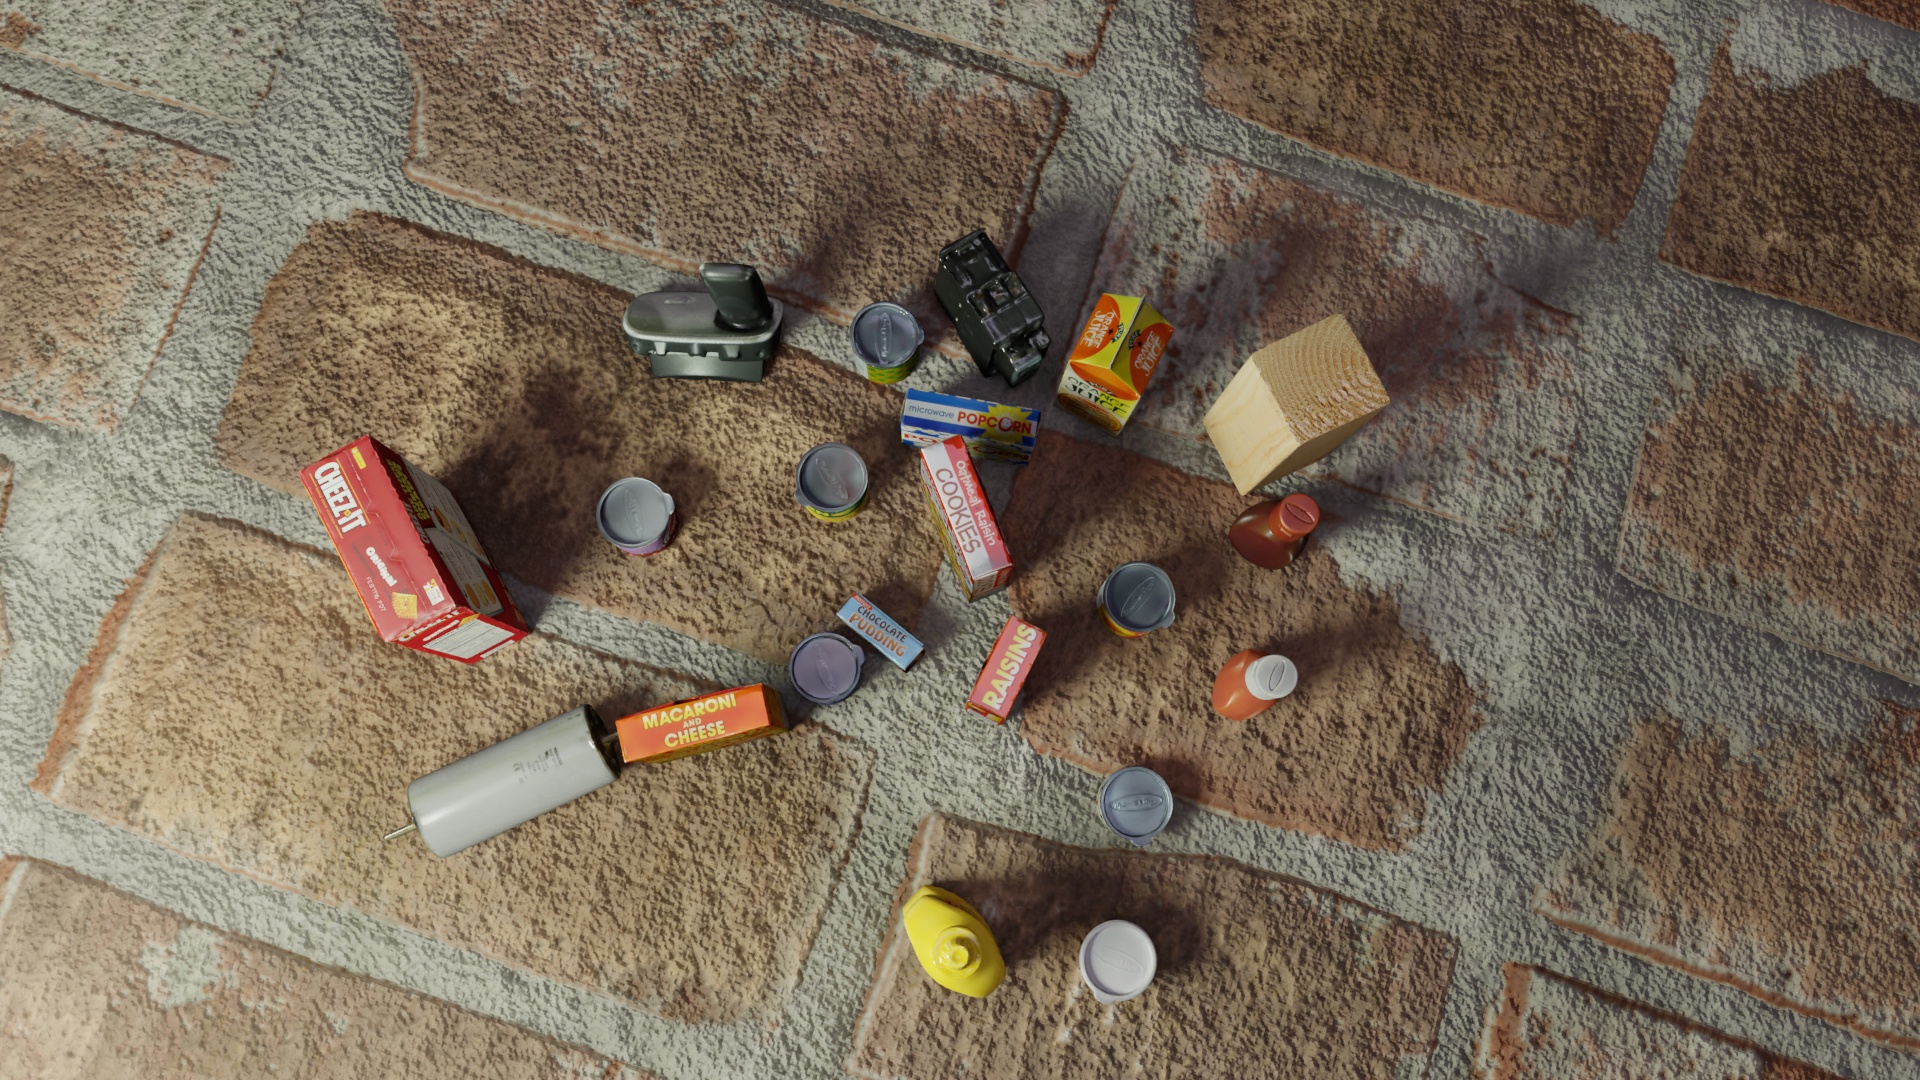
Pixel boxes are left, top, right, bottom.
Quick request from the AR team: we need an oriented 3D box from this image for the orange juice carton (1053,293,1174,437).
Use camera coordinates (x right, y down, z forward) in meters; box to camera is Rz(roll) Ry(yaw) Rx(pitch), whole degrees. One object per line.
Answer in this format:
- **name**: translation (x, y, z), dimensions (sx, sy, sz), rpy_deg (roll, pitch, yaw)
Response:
- **orange juice carton**: translation (0.139, -0.162, 1.262), dimensions (0.073, 0.192, 0.072), rpy_deg (27, 81, 3)

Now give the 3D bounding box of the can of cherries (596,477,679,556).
- **can of cherries**: translation (-0.296, -0.021, 1.292), dimensions (0.071, 0.058, 0.071), rpy_deg (0, 80, -2)

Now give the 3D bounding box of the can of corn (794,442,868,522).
- **can of corn**: translation (-0.121, -0.052, 1.303), dimensions (0.071, 0.058, 0.071), rpy_deg (0, 80, -2)

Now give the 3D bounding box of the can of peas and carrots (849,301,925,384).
- **can of peas and carrots**: translation (-0.069, -0.188, 1.329), dimensions (0.071, 0.058, 0.071), rpy_deg (0, 80, -2)

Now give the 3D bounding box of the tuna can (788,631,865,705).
- **tuna can**: translation (-0.122, 0.118, 1.284), dimensions (0.071, 0.032, 0.071), rpy_deg (0, 80, -2)

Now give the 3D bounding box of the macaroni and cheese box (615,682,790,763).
- **macaroni and cheese box**: translation (-0.219, 0.160, 1.206), dimensions (0.124, 0.166, 0.040), rpy_deg (-14, 81, -4)

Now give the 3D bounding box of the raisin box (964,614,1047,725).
- **raisin box**: translation (0.039, 0.118, 1.243), dimensions (0.040, 0.123, 0.086), rpy_deg (27, 80, 3)

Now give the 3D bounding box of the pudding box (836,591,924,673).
- **pudding box**: translation (-0.073, 0.085, 1.283), dimensions (0.084, 0.049, 0.030), rpy_deg (39, 81, 5)

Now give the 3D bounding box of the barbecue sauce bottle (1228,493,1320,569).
- **barbecue sauce bottle**: translation (0.288, -0.010, 1.261), dimensions (0.065, 0.148, 0.044), rpy_deg (35, 81, 4)

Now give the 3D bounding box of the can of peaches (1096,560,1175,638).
- **can of peaches**: translation (0.164, 0.057, 1.291), dimensions (0.071, 0.058, 0.071), rpy_deg (0, 80, -2)

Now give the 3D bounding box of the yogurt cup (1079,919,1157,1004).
- **yogurt cup**: translation (0.137, 0.370, 1.234), dimensions (0.072, 0.054, 0.072), rpy_deg (0, 80, -2)

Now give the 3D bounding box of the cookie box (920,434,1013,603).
- **cookie box**: translation (0.004, -0.016, 1.244), dimensions (0.040, 0.167, 0.123), rpy_deg (-22, 81, -5)

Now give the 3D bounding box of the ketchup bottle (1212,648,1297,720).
- **ketchup bottle**: translation (0.262, 0.126, 1.235), dimensions (0.043, 0.148, 0.065), rpy_deg (25, 80, 3)

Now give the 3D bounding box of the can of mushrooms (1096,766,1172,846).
- **can of mushrooms**: translation (0.159, 0.242, 1.269), dimensions (0.071, 0.033, 0.071), rpy_deg (0, 80, -2)

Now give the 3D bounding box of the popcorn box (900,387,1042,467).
- **popcorn box**: translation (0.008, -0.105, 1.303), dimensions (0.127, 0.085, 0.038), rpy_deg (10, 80, 0)
